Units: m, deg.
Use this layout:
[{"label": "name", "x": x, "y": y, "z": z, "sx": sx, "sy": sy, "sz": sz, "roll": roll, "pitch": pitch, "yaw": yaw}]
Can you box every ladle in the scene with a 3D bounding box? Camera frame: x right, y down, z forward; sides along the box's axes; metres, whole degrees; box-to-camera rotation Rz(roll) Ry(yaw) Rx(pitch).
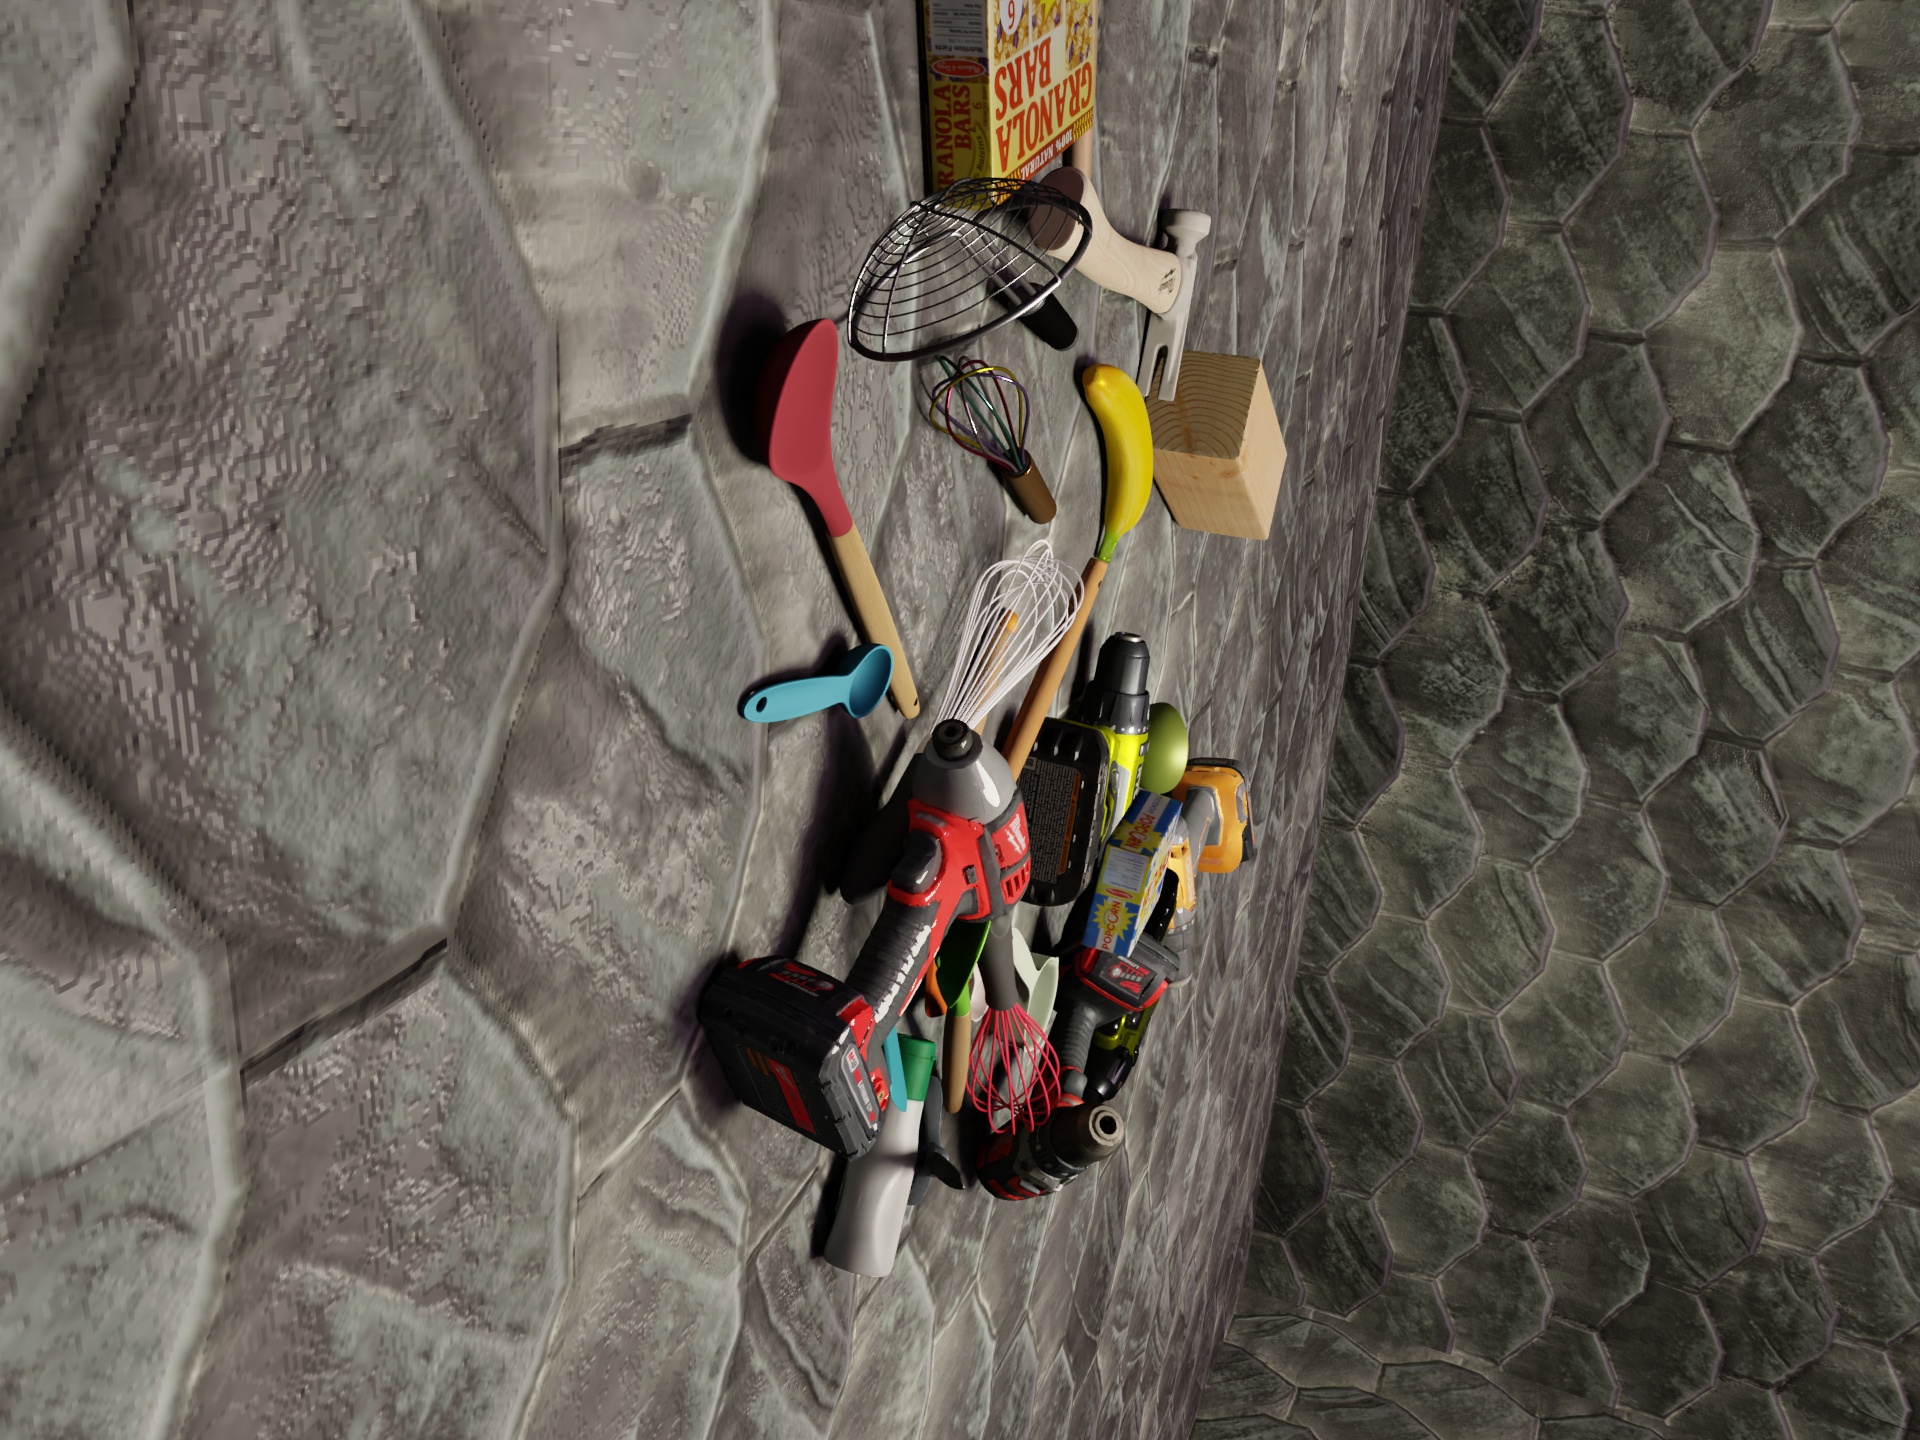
[{"label": "ladle", "x": 0.192, "y": 0.012, "z": 1.474, "sx": 0.320, "sy": 0.062, "sz": 0.078, "roll": -21, "pitch": 116, "yaw": -76}, {"label": "ladle", "x": -0.055, "y": -0.085, "z": 0.811, "sx": 0.069, "sy": 0.031, "sz": 0.315, "roll": -63, "pitch": 158, "yaw": -24}]

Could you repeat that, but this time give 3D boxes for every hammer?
[{"label": "hammer", "x": 0.111, "y": -0.301, "z": 1.086, "sx": 0.410, "sy": 0.038, "sz": 0.146, "roll": -27, "pitch": 128, "yaw": -70}]

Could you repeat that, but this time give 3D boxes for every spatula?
[{"label": "spatula", "x": 0.036, "y": 0.045, "z": 1.068, "sx": 0.322, "sy": 0.041, "sz": 0.081, "roll": -67, "pitch": 162, "yaw": 8}, {"label": "spatula", "x": -0.010, "y": 0.085, "z": 1.007, "sx": 0.082, "sy": 0.044, "sz": 0.318, "roll": 76, "pitch": 31, "yaw": -69}]

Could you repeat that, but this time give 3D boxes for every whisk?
[{"label": "whisk", "x": -0.002, "y": -0.004, "z": 0.971, "sx": 0.285, "sy": 0.070, "sz": 0.070, "roll": -60, "pitch": 154, "yaw": -31}, {"label": "whisk", "x": 0.025, "y": -0.165, "z": 0.977, "sx": 0.047, "sy": 0.051, "sz": 0.244, "roll": -55, "pitch": 163, "yaw": -1}, {"label": "whisk", "x": 0.030, "y": 0.205, "z": 1.116, "sx": 0.295, "sy": 0.073, "sz": 0.073, "roll": 81, "pitch": 28, "yaw": -47}]

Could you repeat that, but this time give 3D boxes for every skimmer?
[{"label": "skimmer", "x": 0.034, "y": -0.219, "z": 0.878, "sx": 0.090, "sy": 0.127, "sz": 0.363, "roll": 68, "pitch": 14, "yaw": 3}]

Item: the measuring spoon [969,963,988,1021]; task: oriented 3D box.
[{"label": "measuring spoon", "x": 0.005, "y": 0.162, "z": 1.149, "sx": 0.034, "sy": 0.018, "sz": 0.124, "roll": -40, "pitch": 132, "yaw": -50}]

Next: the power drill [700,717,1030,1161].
[{"label": "power drill", "x": -0.036, "y": 0.107, "z": 0.847, "sx": 0.220, "sy": 0.079, "sz": 0.143, "roll": -53, "pitch": 150, "yaw": -32}]

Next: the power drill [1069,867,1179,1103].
[{"label": "power drill", "x": 0.148, "y": 0.252, "z": 1.506, "sx": 0.171, "sy": 0.080, "sz": 0.223, "roll": -59, "pitch": 157, "yaw": -44}]

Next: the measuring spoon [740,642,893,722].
[{"label": "measuring spoon", "x": -0.077, "y": -0.018, "z": 0.812, "sx": 0.128, "sy": 0.021, "sz": 0.042, "roll": -15, "pitch": 126, "yaw": -58}]

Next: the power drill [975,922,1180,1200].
[{"label": "power drill", "x": 0.100, "y": 0.271, "z": 1.277, "sx": 0.188, "sy": 0.080, "sz": 0.227, "roll": -46, "pitch": -165, "yaw": 56}]

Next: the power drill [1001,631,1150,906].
[{"label": "power drill", "x": 0.095, "y": 0.036, "z": 1.228, "sx": 0.228, "sy": 0.080, "sz": 0.190, "roll": -28, "pitch": 129, "yaw": -69}]

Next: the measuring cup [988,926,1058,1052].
[{"label": "measuring cup", "x": 0.038, "y": 0.196, "z": 1.224, "sx": 0.167, "sy": 0.038, "sz": 0.083, "roll": 69, "pitch": 38, "yaw": -54}]

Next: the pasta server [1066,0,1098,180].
[{"label": "pasta server", "x": 0.082, "y": -0.448, "z": 0.954, "sx": 0.060, "sy": 0.040, "sz": 0.316, "roll": -50, "pitch": 148, "yaw": -48}]

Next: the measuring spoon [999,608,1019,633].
[{"label": "measuring spoon", "x": 0.018, "y": -0.025, "z": 1.069, "sx": 0.021, "sy": 0.011, "sz": 0.117, "roll": 66, "pitch": 41, "yaw": -59}]

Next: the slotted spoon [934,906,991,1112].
[{"label": "slotted spoon", "x": -0.002, "y": 0.202, "z": 1.057, "sx": 0.313, "sy": 0.031, "sz": 0.070, "roll": 93, "pitch": 11, "yaw": -57}]

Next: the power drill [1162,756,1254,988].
[{"label": "power drill", "x": 0.241, "y": 0.155, "z": 1.663, "sx": 0.226, "sy": 0.084, "sz": 0.185, "roll": -40, "pitch": 127, "yaw": -56}]
